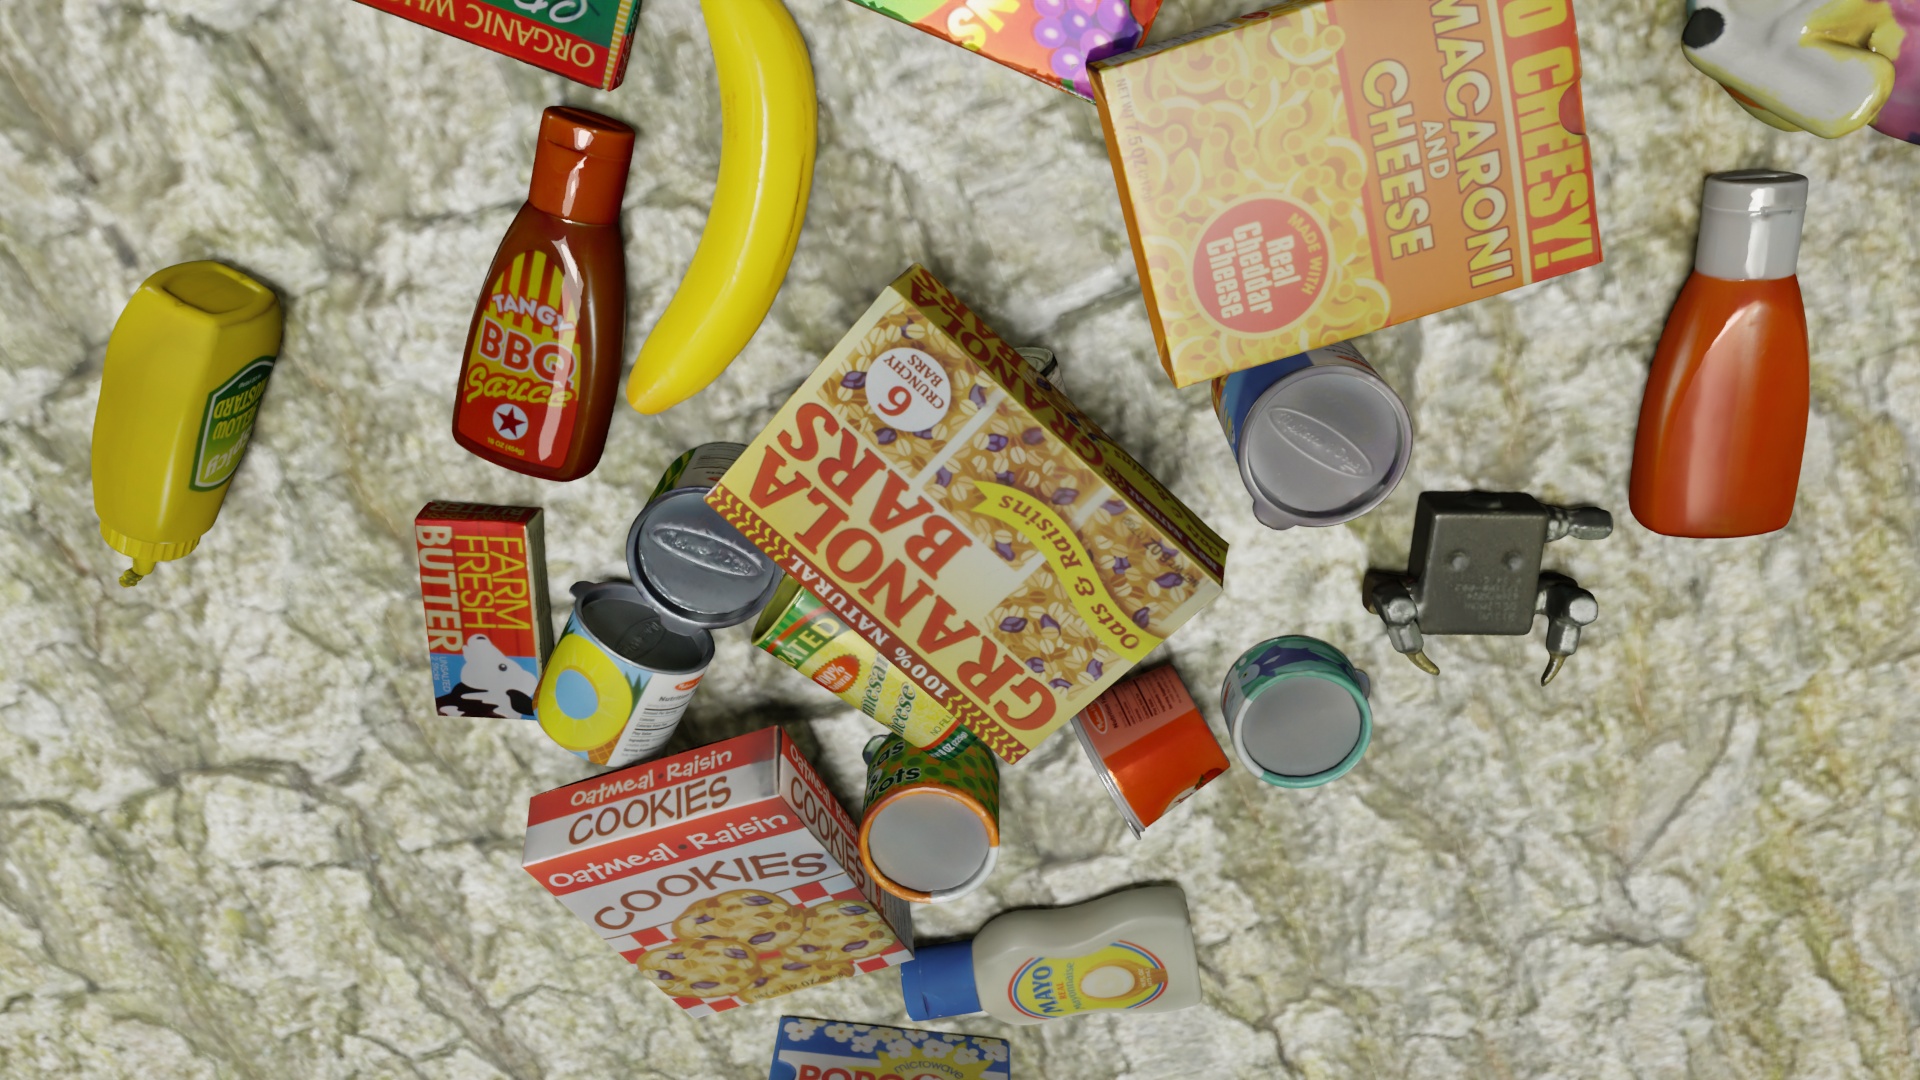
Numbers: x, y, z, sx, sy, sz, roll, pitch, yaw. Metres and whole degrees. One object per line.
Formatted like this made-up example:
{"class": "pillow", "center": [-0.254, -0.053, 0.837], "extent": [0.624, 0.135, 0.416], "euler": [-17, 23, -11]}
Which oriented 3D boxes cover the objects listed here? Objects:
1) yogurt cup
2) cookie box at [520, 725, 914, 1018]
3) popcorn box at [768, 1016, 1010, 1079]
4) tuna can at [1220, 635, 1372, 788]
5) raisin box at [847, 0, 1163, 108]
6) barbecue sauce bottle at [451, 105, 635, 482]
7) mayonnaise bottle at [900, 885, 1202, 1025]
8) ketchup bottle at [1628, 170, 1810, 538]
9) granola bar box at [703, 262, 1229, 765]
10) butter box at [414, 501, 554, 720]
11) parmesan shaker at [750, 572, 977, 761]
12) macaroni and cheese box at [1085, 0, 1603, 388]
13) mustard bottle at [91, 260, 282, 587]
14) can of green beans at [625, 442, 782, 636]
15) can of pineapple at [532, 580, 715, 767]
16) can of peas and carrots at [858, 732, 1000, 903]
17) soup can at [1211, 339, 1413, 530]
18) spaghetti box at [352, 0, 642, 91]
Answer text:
{"class": "yogurt cup", "center": [0.088, 0.093, 0.643], "extent": [0.054, 0.072, 0.072], "euler": [-30, 109, 5]}
{"class": "cookie box", "center": [-0.108, 0.161, 0.656], "extent": [0.123, 0.040, 0.166], "euler": [-17, 135, 9]}
{"class": "popcorn box", "center": [-0.037, 0.296, 0.718], "extent": [0.127, 0.085, 0.038], "euler": [7, 114, -2]}
{"class": "tuna can", "center": [0.160, 0.081, 0.651], "extent": [0.071, 0.033, 0.070], "euler": [1, 113, 2]}
{"class": "raisin box", "center": [0.018, -0.226, 0.521], "extent": [0.123, 0.040, 0.085], "euler": [20, 111, -8]}
{"class": "barbecue sauce bottle", "center": [-0.167, -0.102, 0.575], "extent": [0.065, 0.044, 0.148], "euler": [21, 112, 5]}
{"class": "mayonnaise bottle", "center": [0.045, 0.216, 0.707], "extent": [0.148, 0.041, 0.064], "euler": [-10, 114, 5]}
{"class": "ketchup bottle", "center": [0.320, -0.075, 0.576], "extent": [0.065, 0.044, 0.148], "euler": [-3, 113, 2]}
{"class": "granola bar box", "center": [0.002, -0.007, 0.543], "extent": [0.165, 0.039, 0.123], "euler": [42, 118, -7]}
{"class": "butter box", "center": [-0.219, 0.033, 0.645], "extent": [0.053, 0.024, 0.103], "euler": [2, 113, 0]}
{"class": "parmesan shaker", "center": [-0.031, 0.044, 0.621], "extent": [0.103, 0.071, 0.071], "euler": [34, 110, -12]}
{"class": "macaroni and cheese box", "center": [0.144, -0.140, 0.517], "extent": [0.166, 0.040, 0.123], "euler": [-16, 112, 4]}
{"class": "mustard bottle", "center": [-0.338, -0.041, 0.597], "extent": [0.049, 0.065, 0.159], "euler": [28, 117, -4]}
{"class": "can of green beans", "center": [-0.107, -0.003, 0.608], "extent": [0.071, 0.058, 0.071], "euler": [0, 113, 1]}
{"class": "can of pineapple", "center": [-0.155, 0.060, 0.633], "extent": [0.071, 0.071, 0.057], "euler": [26, 111, -10]}
{"class": "can of peas and carrots", "center": [-0.016, 0.128, 0.661], "extent": [0.071, 0.059, 0.070], "euler": [0, 113, 1]}
{"class": "soup can", "center": [0.139, -0.050, 0.569], "extent": [0.071, 0.084, 0.071], "euler": [1, 113, 1]}
{"class": "spaghetti box", "center": [-0.244, -0.237, 0.528], "extent": [0.250, 0.029, 0.050], "euler": [18, 112, -6]}
